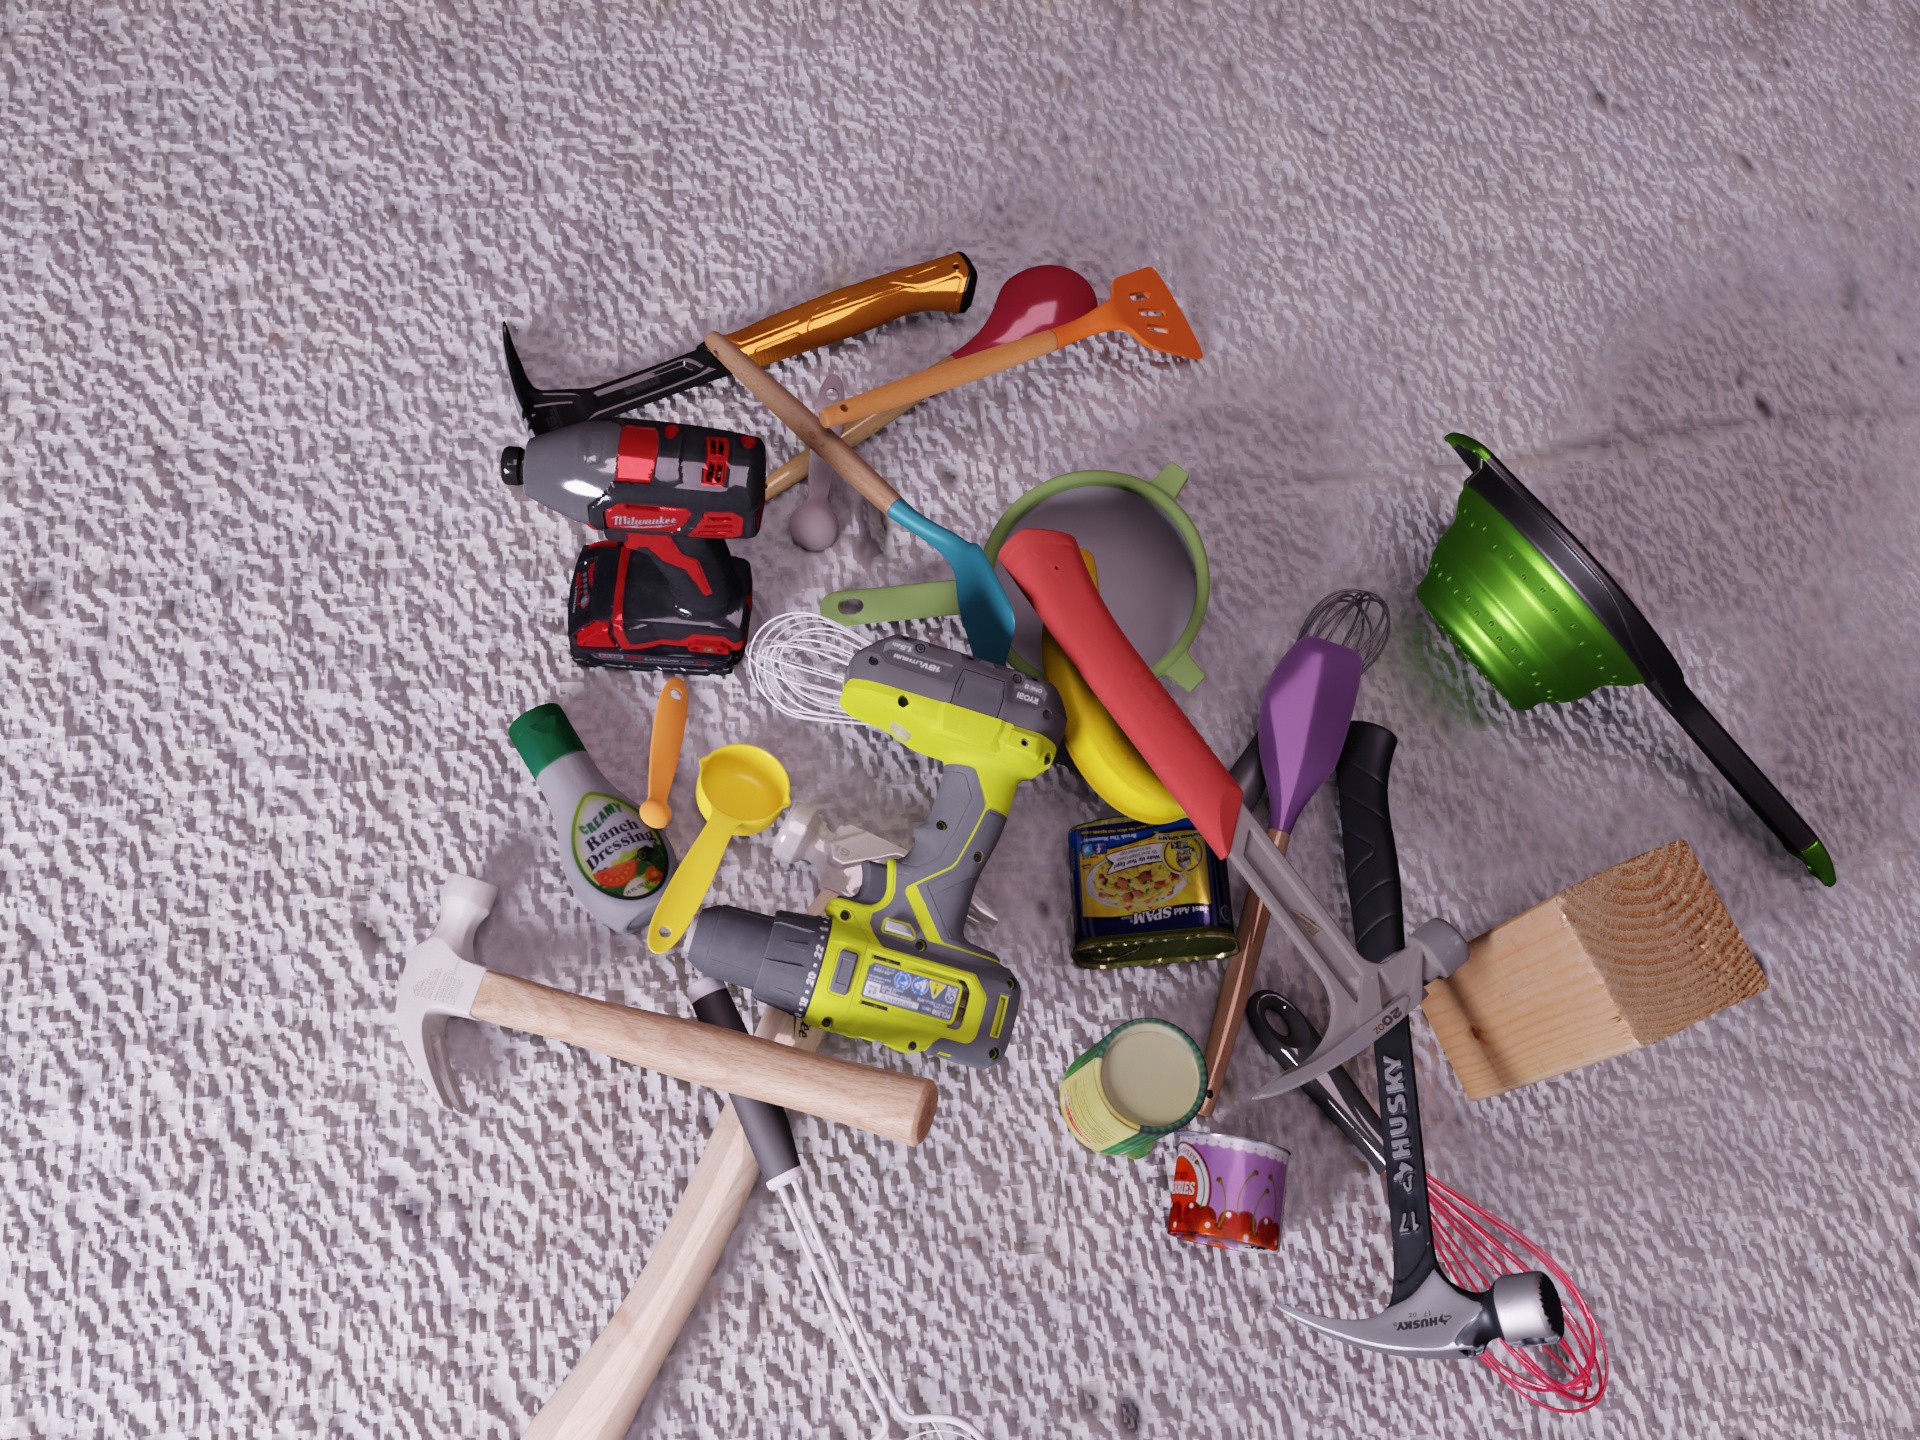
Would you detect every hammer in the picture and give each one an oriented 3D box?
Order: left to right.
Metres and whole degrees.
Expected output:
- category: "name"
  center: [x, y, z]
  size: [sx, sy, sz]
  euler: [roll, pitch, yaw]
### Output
- category: "hammer"
  center: [-0.171, 0.180, 0.882]
  size: [0.331, 0.031, 0.130]
  euler: [10, 72, 20]
- category: "hammer"
  center: [-0.122, 0.253, 0.919]
  size: [0.146, 0.038, 0.411]
  euler: [26, 68, 1]
- category: "hammer"
  center: [-0.146, -0.268, 1.110]
  size: [0.337, 0.034, 0.127]
  euler: [-22, 75, -14]
- category: "hammer"
  center: [0.129, 0.037, 0.931]
  size: [0.149, 0.036, 0.359]
  euler: [-33, 76, -12]
- category: "hammer"
  center: [0.250, 0.169, 0.947]
  size: [0.036, 0.149, 0.409]
  euler: [40, 40, -38]

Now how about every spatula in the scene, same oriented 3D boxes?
- category: "spatula"
  center: [-0.067, -0.150, 1.028]
  size: [0.044, 0.082, 0.318]
  euler: [-36, 71, -29]
- category: "spatula"
  center: [0.040, -0.250, 1.098]
  size: [0.322, 0.041, 0.081]
  euler: [-25, 82, -26]
- category: "spatula"
  center: [0.193, 0.094, 1.007]
  size: [0.060, 0.018, 0.316]
  euler: [18, 77, 0]

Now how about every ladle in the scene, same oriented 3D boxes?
- category: "ladle"
  center: [-0.025, -0.239, 1.126]
  size: [0.315, 0.031, 0.069]
  euler: [-37, 72, -17]

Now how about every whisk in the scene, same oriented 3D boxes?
- category: "whisk"
  center: [-0.002, -0.003, 1.023]
  size: [0.284, 0.070, 0.070]
  euler: [18, 68, -6]
- category: "whisk"
  center: [0.217, 0.004, 1.058]
  size: [0.055, 0.055, 0.239]
  euler: [34, 73, 6]
- category: "whisk"
  center: [0.273, 0.281, 0.953]
  size: [0.073, 0.073, 0.296]
  euler: [-33, 70, -18]

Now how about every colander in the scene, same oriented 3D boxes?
- category: "colander"
  center: [0.428, -0.015, 1.064]
  size: [0.094, 0.204, 0.397]
  euler: [-42, 96, 14]

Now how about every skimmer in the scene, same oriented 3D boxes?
- category: "skimmer"
  center: [-0.082, 0.304, 0.841]
  size: [0.127, 0.090, 0.363]
  euler: [-31, 73, 17]

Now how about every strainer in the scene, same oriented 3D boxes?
- category: "strainer"
  center: [0.037, -0.080, 1.061]
  size: [0.256, 0.069, 0.151]
  euler: [-5, 81, 9]

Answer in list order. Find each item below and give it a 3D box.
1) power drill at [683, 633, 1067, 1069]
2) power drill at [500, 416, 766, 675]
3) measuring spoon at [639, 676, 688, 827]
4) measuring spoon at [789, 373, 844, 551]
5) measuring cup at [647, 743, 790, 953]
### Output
- category: "power drill"
  center: [-0.042, 0.073, 0.930]
  size: [0.190, 0.080, 0.229]
  euler: [17, 76, -6]
- category: "power drill"
  center: [-0.189, -0.105, 0.946]
  size: [0.143, 0.219, 0.079]
  euler: [4, 69, -7]
- category: "measuring spoon"
  center: [-0.183, 0.017, 0.995]
  size: [0.021, 0.011, 0.117]
  euler: [22, 47, -24]
- category: "measuring spoon"
  center: [-0.092, -0.177, 1.079]
  size: [0.034, 0.018, 0.124]
  euler: [8, 84, -15]
- category: "measuring cup"
  center: [-0.153, 0.081, 0.963]
  size: [0.062, 0.029, 0.157]
  euler: [26, 53, -3]
